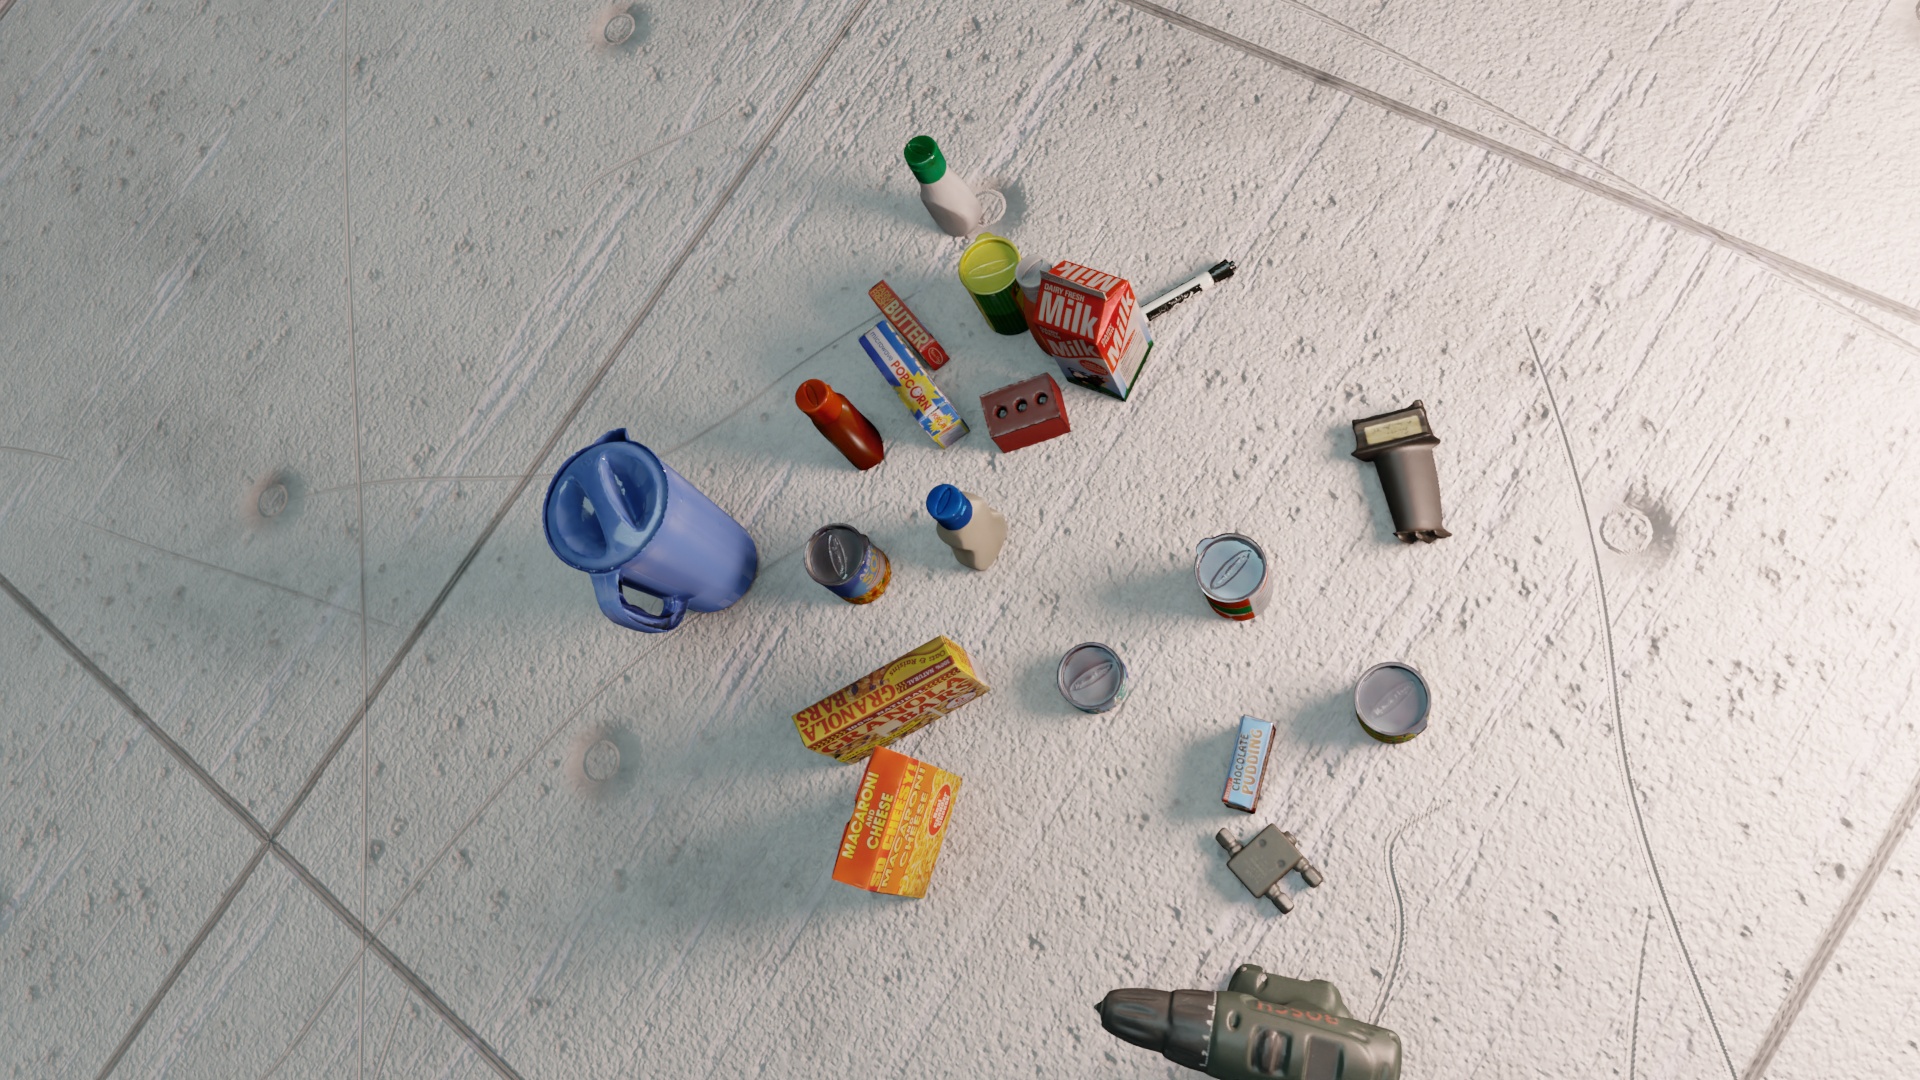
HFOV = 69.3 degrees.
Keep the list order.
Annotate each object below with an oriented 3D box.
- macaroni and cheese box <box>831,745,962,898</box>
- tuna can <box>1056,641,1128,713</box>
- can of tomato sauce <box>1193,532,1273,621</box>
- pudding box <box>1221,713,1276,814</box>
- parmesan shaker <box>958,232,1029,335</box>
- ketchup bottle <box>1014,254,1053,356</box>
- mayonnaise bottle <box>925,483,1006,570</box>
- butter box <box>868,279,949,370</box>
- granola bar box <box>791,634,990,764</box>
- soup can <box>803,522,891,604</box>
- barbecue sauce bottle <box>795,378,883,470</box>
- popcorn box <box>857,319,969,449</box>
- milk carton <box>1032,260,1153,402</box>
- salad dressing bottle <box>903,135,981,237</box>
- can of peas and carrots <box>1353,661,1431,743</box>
[{"bbox_3d":[-0.057,0.264,1.289,0.040,0.166,0.124,14,78,20],"label":"macaroni and cheese box"},{"bbox_3d":[0.130,0.136,1.345,0.071,0.032,0.071,-5,72,16],"label":"tuna can"},{"bbox_3d":[0.257,0.035,1.310,0.071,0.083,0.071,-5,72,16],"label":"can of tomato sauce"},{"bbox_3d":[0.264,0.205,1.273,0.030,0.049,0.084,13,78,20],"label":"pudding box"},{"bbox_3d":[0.044,-0.269,1.460,0.071,0.103,0.071,-5,72,16],"label":"parmesan shaker"},{"bbox_3d":[0.092,-0.241,1.411,0.043,0.148,0.065,42,89,23],"label":"ketchup bottle"},{"bbox_3d":[0.005,-0.017,1.368,0.041,0.148,0.065,21,81,22],"label":"mayonnaise bottle"},{"bbox_3d":[-0.056,-0.233,1.507,0.024,0.053,0.104,-40,66,2],"label":"butter box"},{"bbox_3d":[-0.064,0.158,1.347,0.165,0.124,0.039,-29,68,7],"label":"granola bar box"},{"bbox_3d":[-0.112,0.024,1.426,0.071,0.083,0.071,-5,72,16],"label":"soup can"},{"bbox_3d":[-0.126,-0.124,1.442,0.043,0.148,0.065,-29,68,7],"label":"barbecue sauce bottle"},{"bbox_3d":[-0.049,-0.164,1.465,0.038,0.085,0.127,-37,67,4],"label":"popcorn box"},{"bbox_3d":[0.129,-0.213,1.368,0.072,0.190,0.073,23,82,22],"label":"milk carton"},{"bbox_3d":[-0.021,-0.380,1.490,0.064,0.147,0.044,26,83,22],"label":"salad dressing bottle"},{"bbox_3d":[0.390,0.148,1.247,0.071,0.058,0.071,-5,72,16],"label":"can of peas and carrots"}]
